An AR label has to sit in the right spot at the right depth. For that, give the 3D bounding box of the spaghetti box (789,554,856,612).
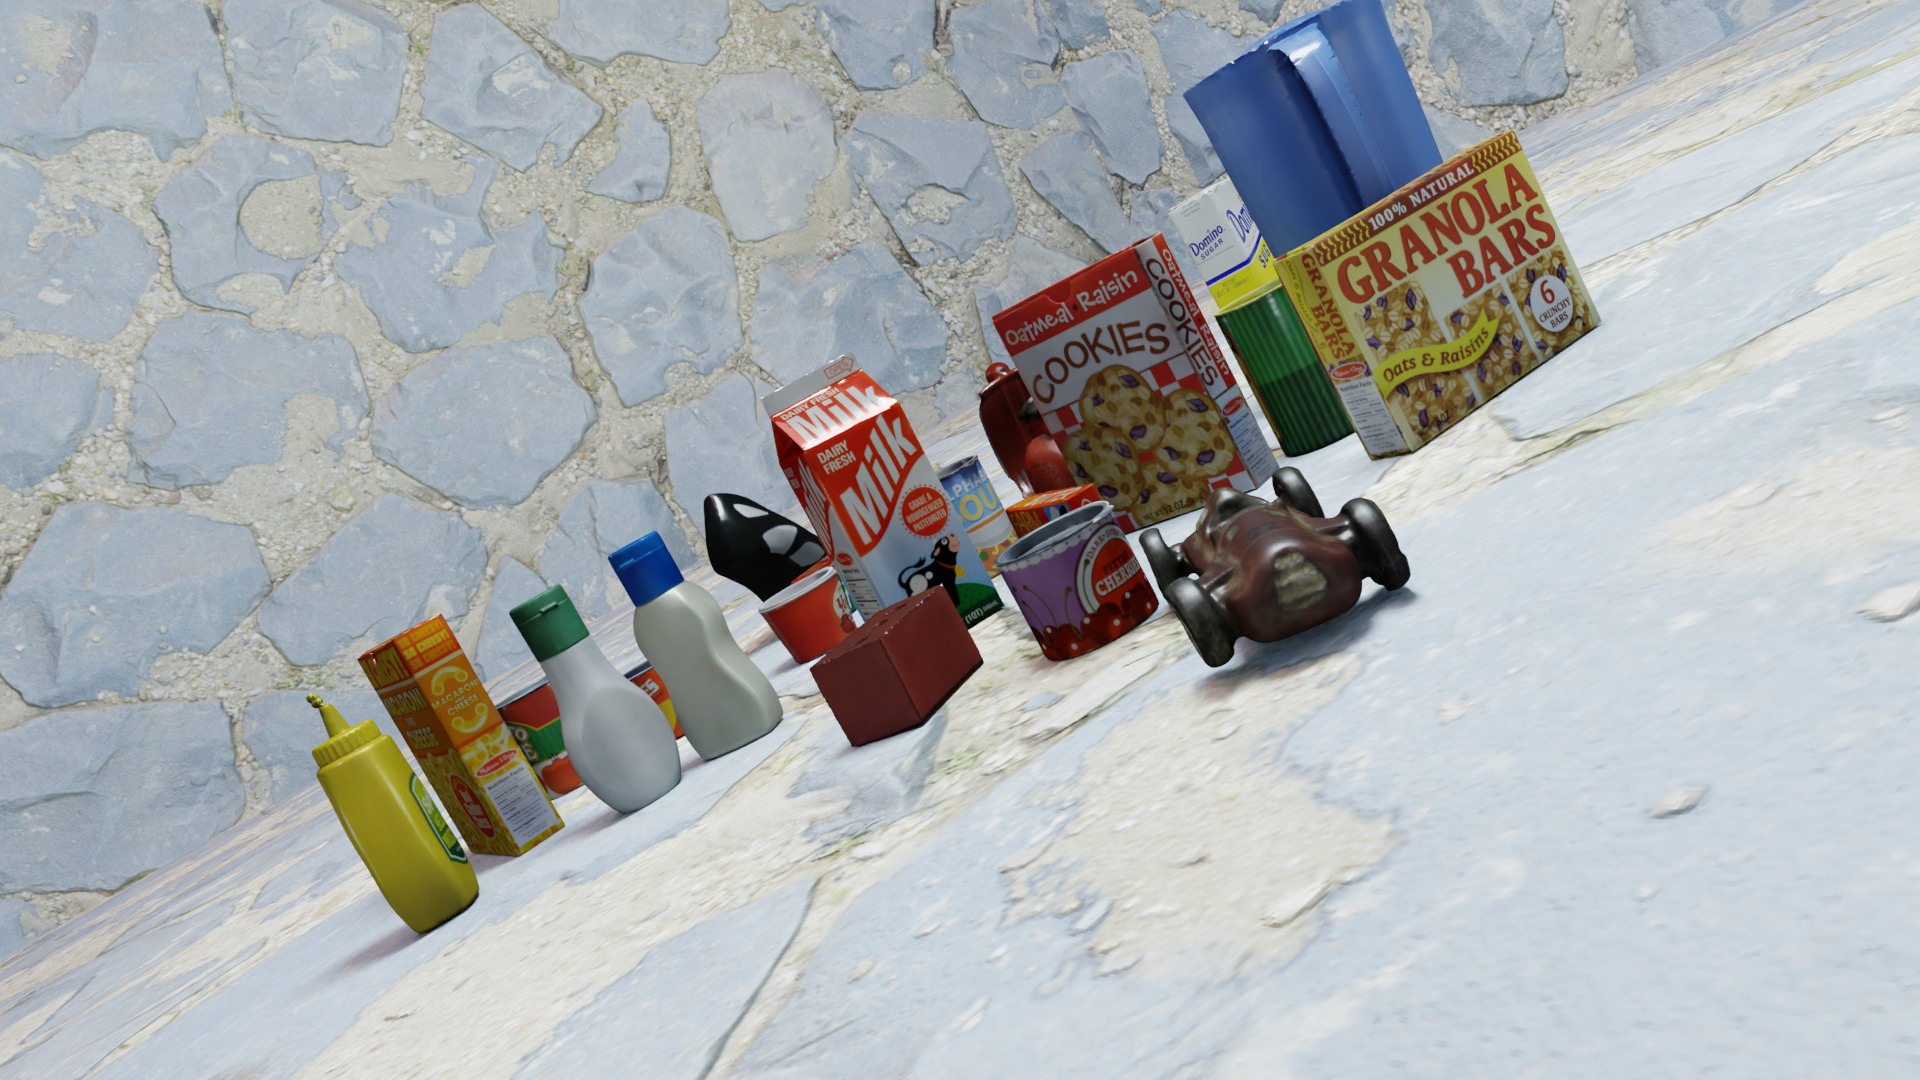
[{"bbox_3d":[-0.078,0.013,1.273,0.028,0.050,0.251,-24,8,28],"label":"spaghetti box"}]

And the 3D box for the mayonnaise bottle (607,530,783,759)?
[{"bbox_3d":[-0.175,0.066,0.898,0.064,0.148,0.041,-26,8,18],"label":"mayonnaise bottle"}]

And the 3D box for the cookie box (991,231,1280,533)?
[{"bbox_3d":[0.109,-0.095,0.885,0.122,0.167,0.040,-21,10,43],"label":"cookie box"}]

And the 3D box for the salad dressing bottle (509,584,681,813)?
[{"bbox_3d":[-0.232,0.099,0.878,0.064,0.147,0.044,-32,8,-30],"label":"salad dressing bottle"}]

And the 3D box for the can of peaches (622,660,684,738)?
[{"bbox_3d":[-0.222,0.118,1.059,0.071,0.058,0.071,-28,7,4],"label":"can of peaches"}]

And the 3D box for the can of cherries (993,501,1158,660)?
[{"bbox_3d":[0.061,0.020,0.706,0.071,0.058,0.071,-28,7,4],"label":"can of cherries"}]

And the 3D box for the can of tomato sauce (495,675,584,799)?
[{"bbox_3d":[-0.315,0.150,1.078,0.071,0.083,0.071,-28,7,4],"label":"can of tomato sauce"}]

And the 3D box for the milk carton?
[{"bbox_3d":[-0.055,-0.023,0.899,0.072,0.190,0.073,-31,8,-19],"label":"milk carton"}]

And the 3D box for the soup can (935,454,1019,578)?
[{"bbox_3d":[0.004,-0.013,1.030,0.071,0.083,0.071,-28,7,4],"label":"soup can"}]

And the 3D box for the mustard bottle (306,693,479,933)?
[{"bbox_3d":[-0.354,0.161,0.851,0.049,0.160,0.065,-30,7,-13],"label":"mustard bottle"}]

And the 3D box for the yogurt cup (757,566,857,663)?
[{"bbox_3d":[-0.116,0.060,1.084,0.072,0.054,0.072,-28,7,4],"label":"yogurt cup"}]

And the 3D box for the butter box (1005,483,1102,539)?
[{"bbox_3d":[0.066,-0.005,0.874,0.024,0.053,0.103,-30,8,-17],"label":"butter box"}]

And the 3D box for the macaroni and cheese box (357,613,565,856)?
[{"bbox_3d":[-0.350,0.138,0.965,0.040,0.166,0.123,-33,9,-34],"label":"macaroni and cheese box"}]

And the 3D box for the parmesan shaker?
[{"bbox_3d":[0.211,-0.112,0.878,0.071,0.103,0.071,-28,7,4],"label":"parmesan shaker"}]

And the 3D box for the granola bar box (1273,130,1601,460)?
[{"bbox_3d":[0.267,-0.138,0.773,0.166,0.124,0.039,-31,8,-23],"label":"granola bar box"}]
